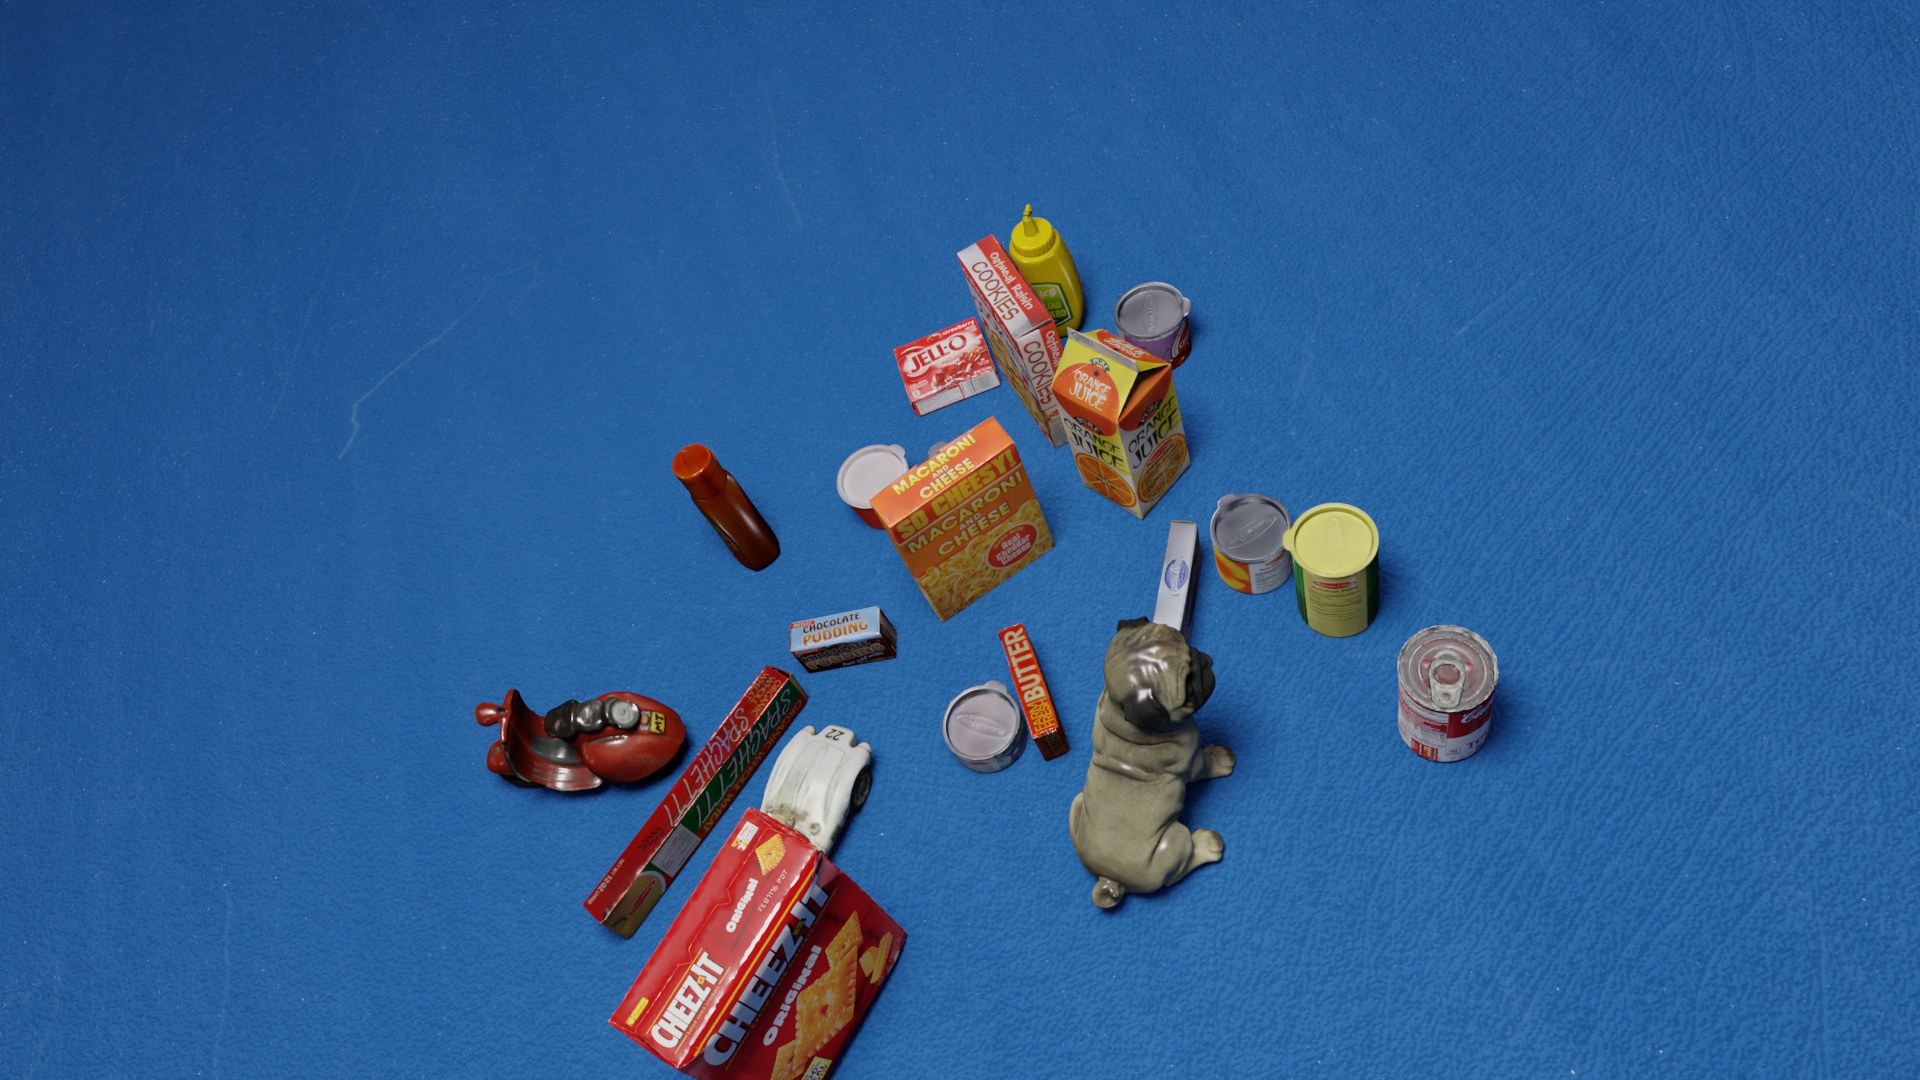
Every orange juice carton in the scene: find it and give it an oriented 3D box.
[{"bbox_3d":[0.135,-0.107,1.174,0.072,0.192,0.073,33,74,31],"label":"orange juice carton"}]

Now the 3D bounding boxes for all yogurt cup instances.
[{"bbox_3d":[-0.074,-0.046,1.282,0.072,0.053,0.073,-8,57,12],"label":"yogurt cup"}]

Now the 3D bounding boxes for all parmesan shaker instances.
[{"bbox_3d":[0.294,0.025,1.098,0.071,0.102,0.071,-8,58,12],"label":"parmesan shaker"}]

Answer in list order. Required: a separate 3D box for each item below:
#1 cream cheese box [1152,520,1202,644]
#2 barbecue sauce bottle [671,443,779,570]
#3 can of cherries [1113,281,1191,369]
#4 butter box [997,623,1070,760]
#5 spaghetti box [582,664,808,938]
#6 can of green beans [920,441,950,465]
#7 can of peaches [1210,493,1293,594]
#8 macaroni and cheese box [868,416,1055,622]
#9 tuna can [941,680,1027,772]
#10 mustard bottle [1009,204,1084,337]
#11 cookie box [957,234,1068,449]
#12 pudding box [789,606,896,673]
[{"bbox_3d":[0.181,0.041,1.152,0.024,0.053,0.104,4,60,19],"label":"cream cheese box"},{"bbox_3d":[-0.214,-0.032,1.258,0.044,0.148,0.065,-39,56,-8],"label":"barbecue sauce bottle"},{"bbox_3d":[0.183,-0.197,1.296,0.071,0.058,0.072,-8,57,12],"label":"can of cherries"},{"bbox_3d":[0.060,0.124,1.137,0.024,0.053,0.104,-21,56,4],"label":"butter box"},{"bbox_3d":[-0.217,0.215,1.165,0.029,0.050,0.251,26,69,29],"label":"spaghetti box"},{"bbox_3d":[0.001,-0.046,1.258,0.071,0.057,0.071,-8,57,12],"label":"can of green beans"},{"bbox_3d":[0.242,0.002,1.155,0.071,0.058,0.071,-8,57,12],"label":"can of peaches"},{"bbox_3d":[0.004,-0.015,1.171,0.124,0.165,0.040,-35,56,-6],"label":"macaroni and cheese box"},{"bbox_3d":[0.021,0.153,1.142,0.071,0.032,0.071,-8,57,12],"label":"tuna can"},{"bbox_3d":[0.075,-0.255,1.303,0.065,0.159,0.049,-3,59,15],"label":"mustard bottle"},{"bbox_3d":[0.058,-0.178,1.256,0.040,0.166,0.123,-29,56,-2],"label":"cookie box"},{"bbox_3d":[-0.102,0.087,1.211,0.084,0.049,0.030,-11,57,10],"label":"pudding box"}]
